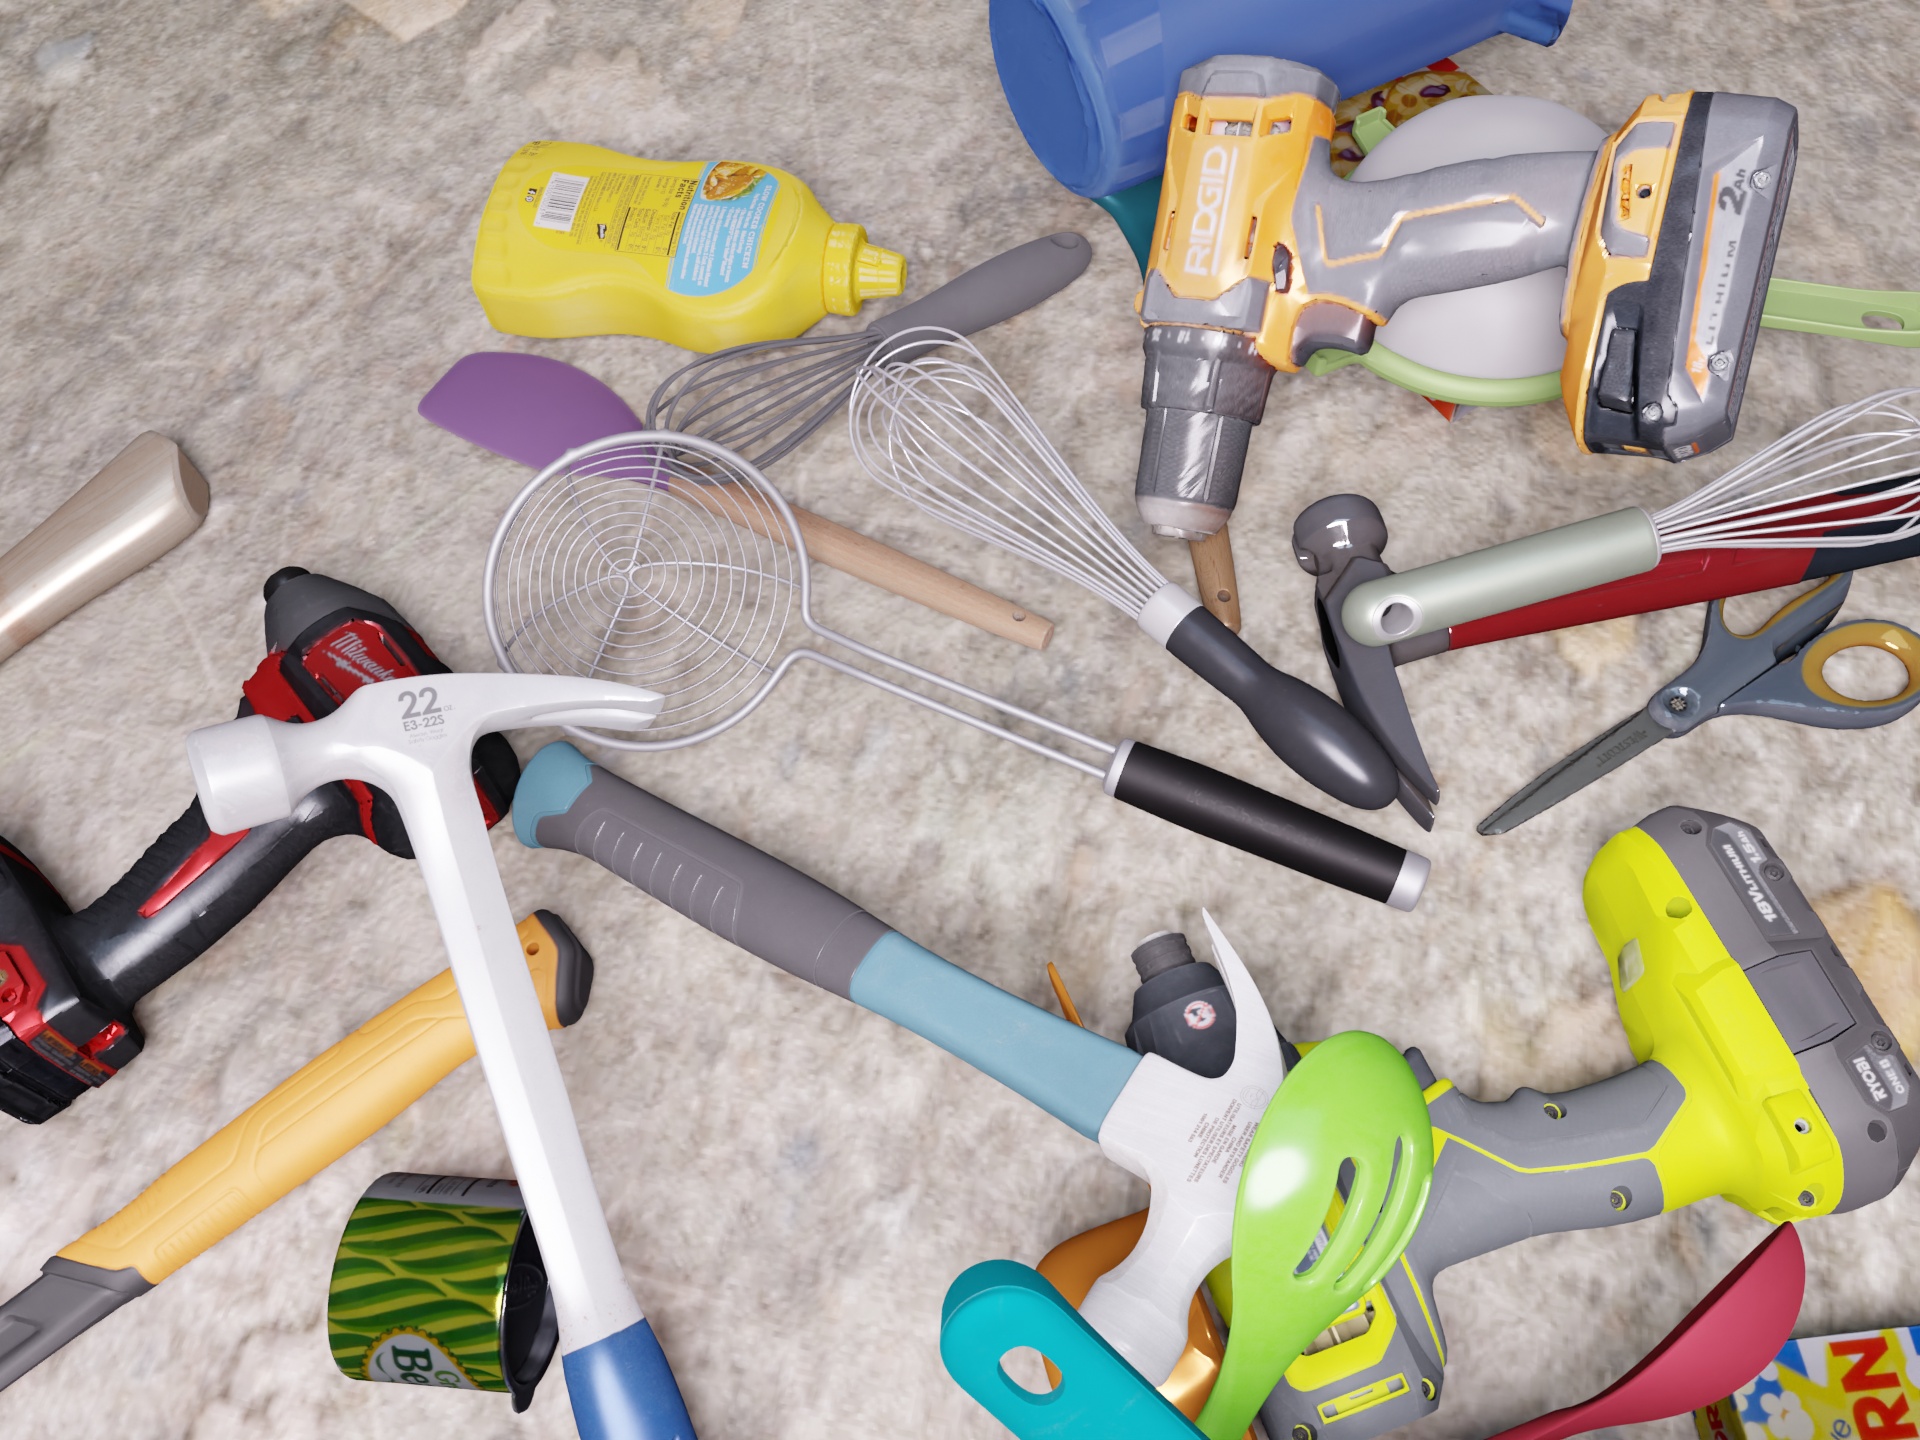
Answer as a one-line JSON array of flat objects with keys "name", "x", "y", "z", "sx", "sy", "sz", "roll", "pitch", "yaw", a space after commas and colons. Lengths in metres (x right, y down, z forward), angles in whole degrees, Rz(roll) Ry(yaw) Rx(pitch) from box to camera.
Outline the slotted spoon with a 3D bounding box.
[{"name": "slotted spoon", "x": 0.053, "y": 0.230, "z": 0.428, "sx": 0.031, "sy": 0.070, "sz": 0.314, "roll": 32, "pitch": 100, "yaw": 54}]

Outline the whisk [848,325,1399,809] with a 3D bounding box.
[{"name": "whisk", "x": 0.059, "y": -0.062, "z": 0.627, "sx": 0.070, "sy": 0.070, "sz": 0.285, "roll": -42, "pitch": 70, "yaw": -17}]

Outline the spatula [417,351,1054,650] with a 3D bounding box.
[{"name": "spatula", "x": -0.101, "y": -0.099, "z": 0.694, "sx": 0.316, "sy": 0.018, "sz": 0.060, "roll": 25, "pitch": 62, "yaw": 16}]

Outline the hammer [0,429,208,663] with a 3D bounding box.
[{"name": "hammer", "x": -0.478, "y": 0.026, "z": 0.641, "sx": 0.146, "sy": 0.038, "sz": 0.411, "roll": 31, "pitch": 68, "yaw": 19}]

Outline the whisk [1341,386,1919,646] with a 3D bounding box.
[{"name": "whisk", "x": 0.261, "y": -0.071, "z": 0.591, "sx": 0.246, "sy": 0.057, "sz": 0.059, "roll": -16, "pitch": 24, "yaw": 2}]

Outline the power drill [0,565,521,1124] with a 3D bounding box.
[{"name": "power drill", "x": -0.294, "y": 0.034, "z": 0.605, "sx": 0.219, "sy": 0.078, "sz": 0.143, "roll": -37, "pitch": 66, "yaw": -18}]

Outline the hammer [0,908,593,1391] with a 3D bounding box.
[{"name": "hammer", "x": -0.280, "y": 0.170, "z": 0.554, "sx": 0.337, "sy": 0.034, "sz": 0.127, "roll": -35, "pitch": 67, "yaw": -15}]

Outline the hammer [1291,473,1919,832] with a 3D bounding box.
[{"name": "hammer", "x": 0.336, "y": -0.059, "z": 0.618, "sx": 0.386, "sy": 0.038, "sz": 0.143, "roll": -11, "pitch": 57, "yaw": 1}]

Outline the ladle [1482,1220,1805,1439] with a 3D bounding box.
[{"name": "ladle", "x": 0.110, "y": 0.237, "z": 0.462, "sx": 0.315, "sy": 0.069, "sz": 0.031, "roll": -31, "pitch": 61, "yaw": 4}]

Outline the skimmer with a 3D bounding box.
[{"name": "skimmer", "x": -0.001, "y": -0.002, "z": 0.597, "sx": 0.363, "sy": 0.090, "sz": 0.127, "roll": 22, "pitch": 97, "yaw": 11}]

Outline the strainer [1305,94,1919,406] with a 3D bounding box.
[{"name": "strainer", "x": 0.272, "y": -0.197, "z": 0.647, "sx": 0.256, "sy": 0.069, "sz": 0.152, "roll": 12, "pitch": 64, "yaw": 13}]

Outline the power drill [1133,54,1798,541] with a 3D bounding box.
[{"name": "power drill", "x": 0.172, "y": -0.148, "z": 0.597, "sx": 0.226, "sy": 0.084, "sz": 0.185, "roll": 14, "pitch": 98, "yaw": 27}]

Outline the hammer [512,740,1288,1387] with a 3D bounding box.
[{"name": "hammer", "x": -0.039, "y": 0.079, "z": 0.537, "sx": 0.331, "sy": 0.033, "sz": 0.128, "roll": 23, "pitch": 63, "yaw": 33}]

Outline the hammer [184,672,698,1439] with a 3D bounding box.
[{"name": "hammer", "x": -0.105, "y": 0.172, "z": 0.480, "sx": 0.144, "sy": 0.035, "sz": 0.406, "roll": -16, "pitch": 78, "yaw": -24}]

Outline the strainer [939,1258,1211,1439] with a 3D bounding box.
[{"name": "strainer", "x": 0.117, "y": 0.233, "z": 0.403, "sx": 0.211, "sy": 0.095, "sz": 0.340, "roll": -43, "pitch": 100, "yaw": 9}]

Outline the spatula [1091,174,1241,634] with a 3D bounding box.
[{"name": "spatula", "x": 0.093, "y": -0.180, "z": 0.712, "sx": 0.082, "sy": 0.044, "sz": 0.318, "roll": -5, "pitch": 63, "yaw": -3}]

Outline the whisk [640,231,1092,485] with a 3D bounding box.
[{"name": "whisk", "x": -0.036, "y": -0.168, "z": 0.706, "sx": 0.239, "sy": 0.055, "sz": 0.055, "roll": -31, "pitch": 65, "yaw": -23}]

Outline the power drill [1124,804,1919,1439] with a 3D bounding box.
[{"name": "power drill", "x": 0.175, "y": 0.121, "z": 0.531, "sx": 0.223, "sy": 0.080, "sz": 0.171, "roll": -20, "pitch": 64, "yaw": -4}]

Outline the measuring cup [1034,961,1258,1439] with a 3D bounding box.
[{"name": "measuring cup", "x": 0.041, "y": 0.164, "z": 0.506, "sx": 0.052, "sy": 0.095, "sz": 0.174, "roll": -23, "pitch": 65, "yaw": 1}]
